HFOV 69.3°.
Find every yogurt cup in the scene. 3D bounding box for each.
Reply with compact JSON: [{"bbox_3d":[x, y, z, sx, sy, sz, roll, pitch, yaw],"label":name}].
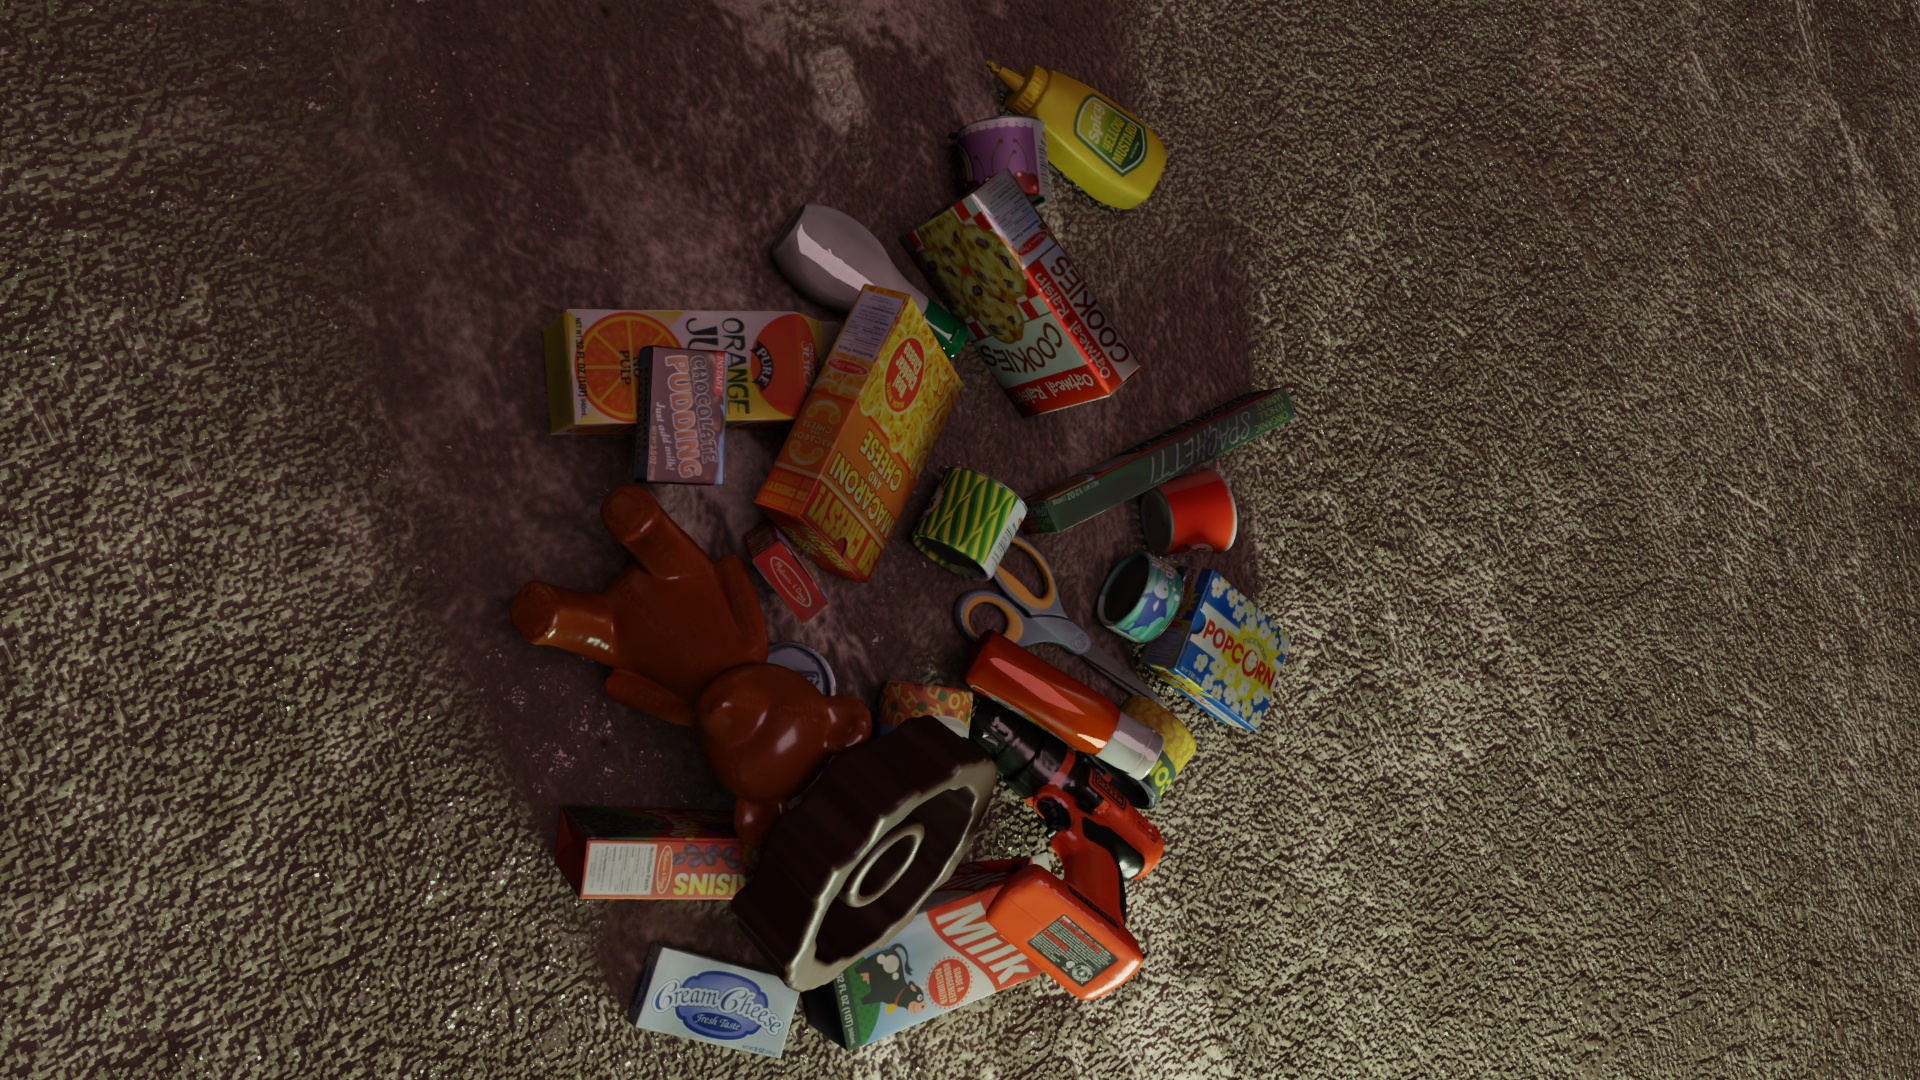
[{"bbox_3d":[0.176,-0.020,1.082,0.054,0.072,0.072,-9,91,-19],"label":"yogurt cup"}]

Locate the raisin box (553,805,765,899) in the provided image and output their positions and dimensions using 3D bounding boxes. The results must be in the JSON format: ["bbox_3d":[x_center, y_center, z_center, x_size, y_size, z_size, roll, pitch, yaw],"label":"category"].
[{"bbox_3d":[-0.184,0.195,0.872,0.123,0.086,0.040,8,89,-26],"label":"raisin box"}]

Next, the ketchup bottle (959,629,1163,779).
[{"bbox_3d":[0.073,0.117,0.986,0.149,0.065,0.043,30,91,-3],"label":"ketchup bottle"}]

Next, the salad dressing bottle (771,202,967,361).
[{"bbox_3d":[-0.062,-0.178,0.985,0.147,0.044,0.064,34,71,-22],"label":"salad dressing bottle"}]

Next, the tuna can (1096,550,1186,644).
[{"bbox_3d":[0.137,0.041,1.054,0.033,0.071,0.071,30,74,-21],"label":"tuna can"}]

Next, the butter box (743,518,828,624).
[{"bbox_3d":[-0.116,0.018,0.911,0.024,0.103,0.053,-37,105,-4],"label":"butter box"}]

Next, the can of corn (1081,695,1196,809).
[{"bbox_3d":[0.136,0.159,1.044,0.058,0.071,0.071,-47,107,-22],"label":"can of corn"}]

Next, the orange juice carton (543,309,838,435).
[{"bbox_3d":[-0.167,-0.109,0.910,0.193,0.073,0.071,-4,90,-27],"label":"orange juice carton"}]

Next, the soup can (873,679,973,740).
[{"bbox_3d":[-0.027,0.142,0.963,0.071,0.071,0.084,11,82,-26],"label":"soup can"}]

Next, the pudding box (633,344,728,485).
[{"bbox_3d":[-0.170,-0.075,0.848,0.050,0.030,0.083,2,92,-28],"label":"pudding box"}]

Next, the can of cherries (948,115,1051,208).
[{"bbox_3d":[0.029,-0.275,1.027,0.072,0.071,0.058,-7,91,-27],"label":"can of cherries"}]

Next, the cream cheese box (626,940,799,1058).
[{"bbox_3d":[-0.160,0.301,0.911,0.104,0.024,0.053,22,76,-24],"label":"cream cheese box"}]

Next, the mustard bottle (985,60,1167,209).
[{"bbox_3d":[0.084,-0.319,1.065,0.160,0.048,0.065,29,73,-22],"label":"mustard bottle"}]

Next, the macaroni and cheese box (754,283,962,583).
[{"bbox_3d":[-0.064,-0.069,0.938,0.167,0.040,0.123,-66,155,-15],"label":"macaroni and cheese box"}]

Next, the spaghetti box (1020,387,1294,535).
[{"bbox_3d":[0.155,-0.064,1.082,0.251,0.050,0.028,-25,100,-26],"label":"spaghetti box"}]

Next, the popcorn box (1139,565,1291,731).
[{"bbox_3d":[0.201,0.085,1.082,0.126,0.038,0.085,36,72,-39],"label":"popcorn box"}]

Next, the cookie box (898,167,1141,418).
[{"bbox_3d":[0.041,-0.171,0.991,0.040,0.123,0.167,-42,105,-22],"label":"cookie box"}]

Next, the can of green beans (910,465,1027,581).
[{"bbox_3d":[0.006,-0.011,0.994,0.071,0.071,0.058,35,73,-21],"label":"can of green beans"}]

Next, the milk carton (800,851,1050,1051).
[{"bbox_3d":[-0.013,0.276,0.959,0.191,0.073,0.072,-13,93,-27],"label":"milk carton"}]

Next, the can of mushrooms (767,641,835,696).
[{"bbox_3d":[-0.121,0.104,0.940,0.071,0.033,0.071,2,85,-27],"label":"can of mushrooms"}]
